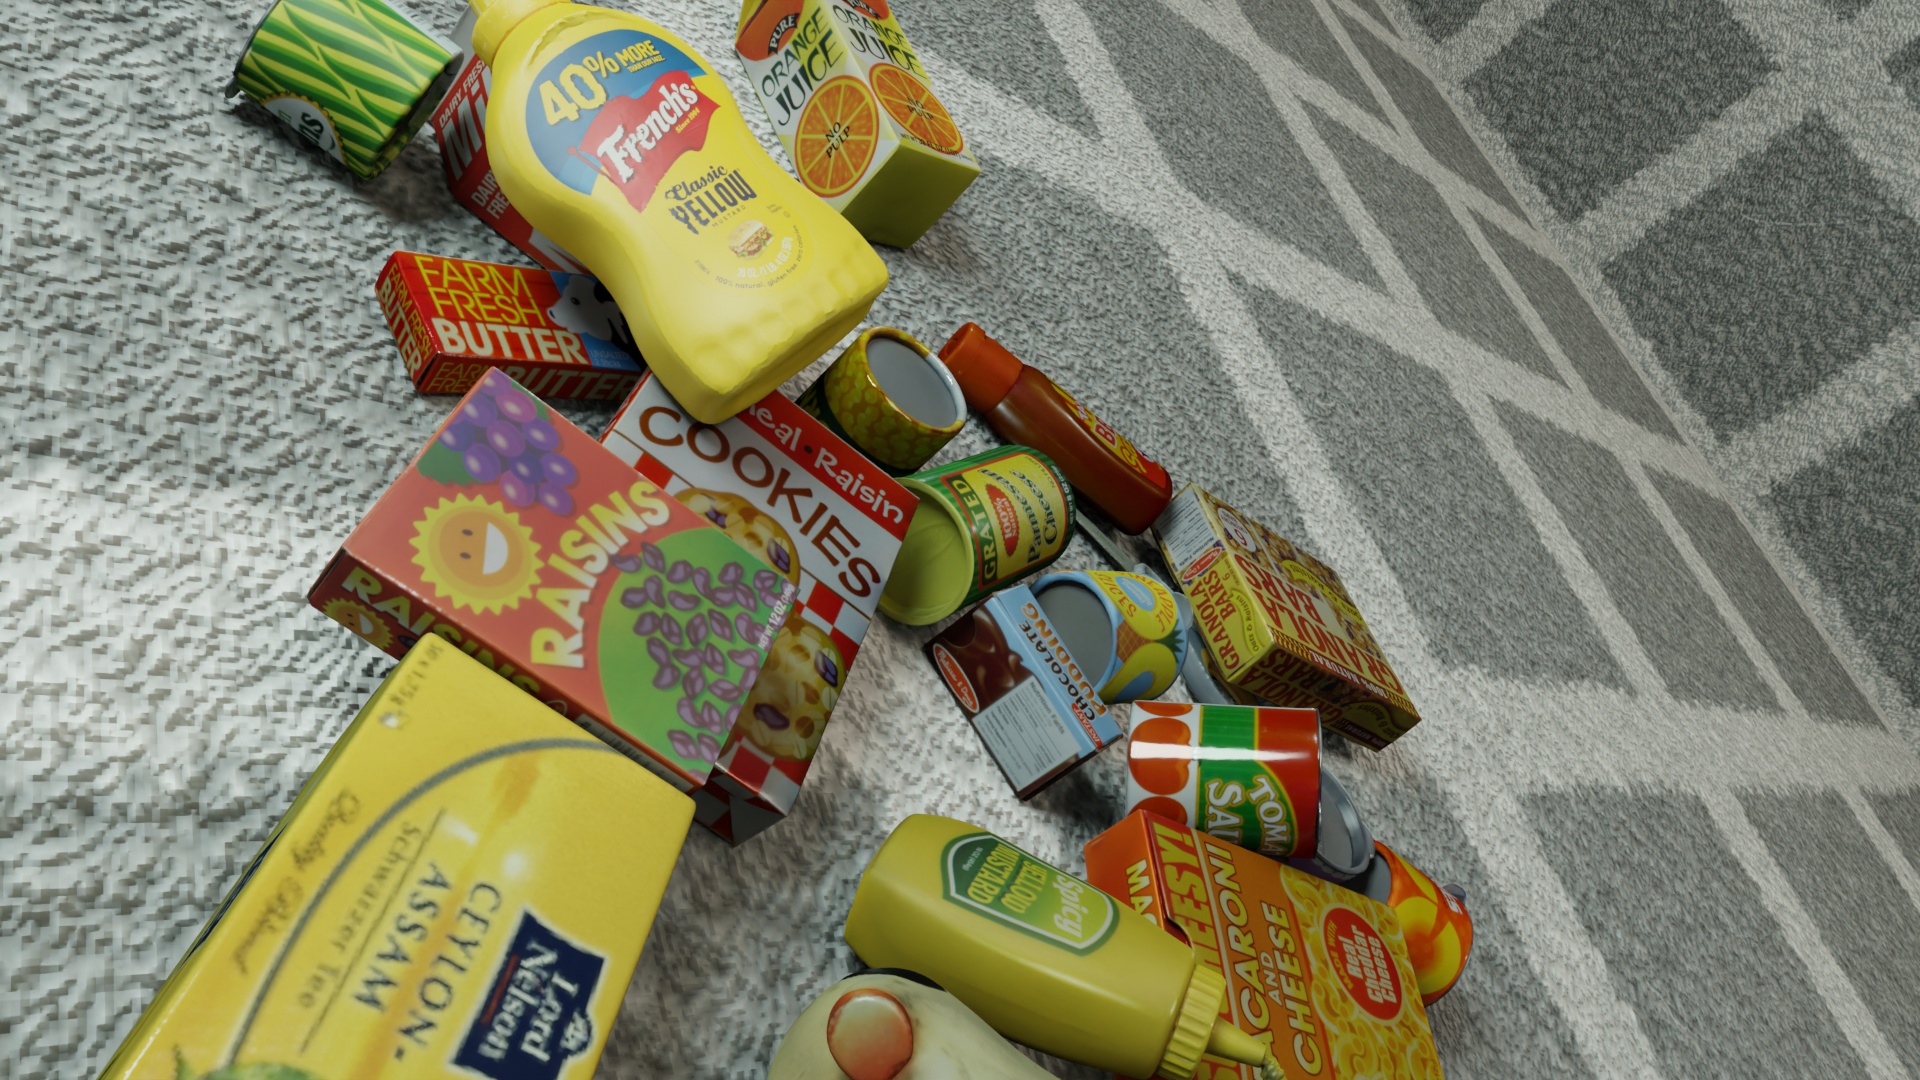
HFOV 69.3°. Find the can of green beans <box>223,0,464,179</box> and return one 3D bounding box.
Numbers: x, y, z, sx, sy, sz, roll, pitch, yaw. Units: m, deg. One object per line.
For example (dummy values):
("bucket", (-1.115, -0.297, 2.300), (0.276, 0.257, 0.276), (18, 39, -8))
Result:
("can of green beans", (-0.239, -0.185, 0.546), (0.058, 0.071, 0.071), (37, 35, -20))

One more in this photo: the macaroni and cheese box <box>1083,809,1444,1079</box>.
("macaroni and cheese box", (0.131, 0.193, 0.574), (0.166, 0.040, 0.124), (26, 39, -30))

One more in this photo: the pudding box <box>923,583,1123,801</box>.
("pudding box", (0.028, 0.067, 0.620), (0.084, 0.049, 0.030), (56, 32, 11))

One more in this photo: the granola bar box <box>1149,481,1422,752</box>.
("granola bar box", (0.191, 0.048, 0.820), (0.165, 0.039, 0.125), (26, 32, -40))

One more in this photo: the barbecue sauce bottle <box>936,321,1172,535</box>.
("barbecue sauce bottle", (0.051, -0.064, 0.782), (0.148, 0.043, 0.065), (37, 15, -16))

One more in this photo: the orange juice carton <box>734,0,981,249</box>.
("orange juice carton", (-0.070, -0.273, 0.828), (0.072, 0.072, 0.193), (2, 55, -49))

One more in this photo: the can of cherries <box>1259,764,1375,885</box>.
("can of cherries", (0.159, 0.148, 0.685), (0.071, 0.058, 0.072), (31, 36, -26))

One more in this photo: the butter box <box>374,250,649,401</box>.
("butter box", (-0.176, -0.084, 0.556), (0.104, 0.024, 0.053), (-4, 59, -52))

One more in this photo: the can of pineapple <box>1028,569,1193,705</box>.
("can of pineapple", (0.068, 0.046, 0.670), (0.058, 0.070, 0.071), (4, 54, -48))

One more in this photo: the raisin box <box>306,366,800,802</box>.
("raisin box", (-0.121, 0.016, 0.433), (0.123, 0.040, 0.086), (38, 46, -18))

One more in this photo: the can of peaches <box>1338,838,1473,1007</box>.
("can of peaches", (0.212, 0.189, 0.694), (0.058, 0.071, 0.071), (36, 35, -18))

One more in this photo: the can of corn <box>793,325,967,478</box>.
("can of corn", (-0.041, -0.059, 0.659), (0.071, 0.058, 0.071), (31, 37, -26))

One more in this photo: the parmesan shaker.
("parmesan shaker", (0.002, -0.008, 0.649), (0.071, 0.071, 0.103), (55, 33, 8))

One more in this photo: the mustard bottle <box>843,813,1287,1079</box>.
("mustard bottle", (0.041, 0.151, 0.491), (0.160, 0.048, 0.065), (22, 24, 12))

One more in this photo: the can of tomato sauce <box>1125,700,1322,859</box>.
("can of tomato sauce", (0.117, 0.107, 0.621), (0.071, 0.083, 0.071), (0, 92, -80))

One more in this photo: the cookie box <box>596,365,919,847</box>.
("cookie box", (-0.094, 0.011, 0.524), (0.123, 0.040, 0.168), (38, 43, -17))

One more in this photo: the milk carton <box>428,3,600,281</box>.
("milk carton", (-0.148, -0.154, 0.617), (0.190, 0.072, 0.074), (39, 34, -17))
